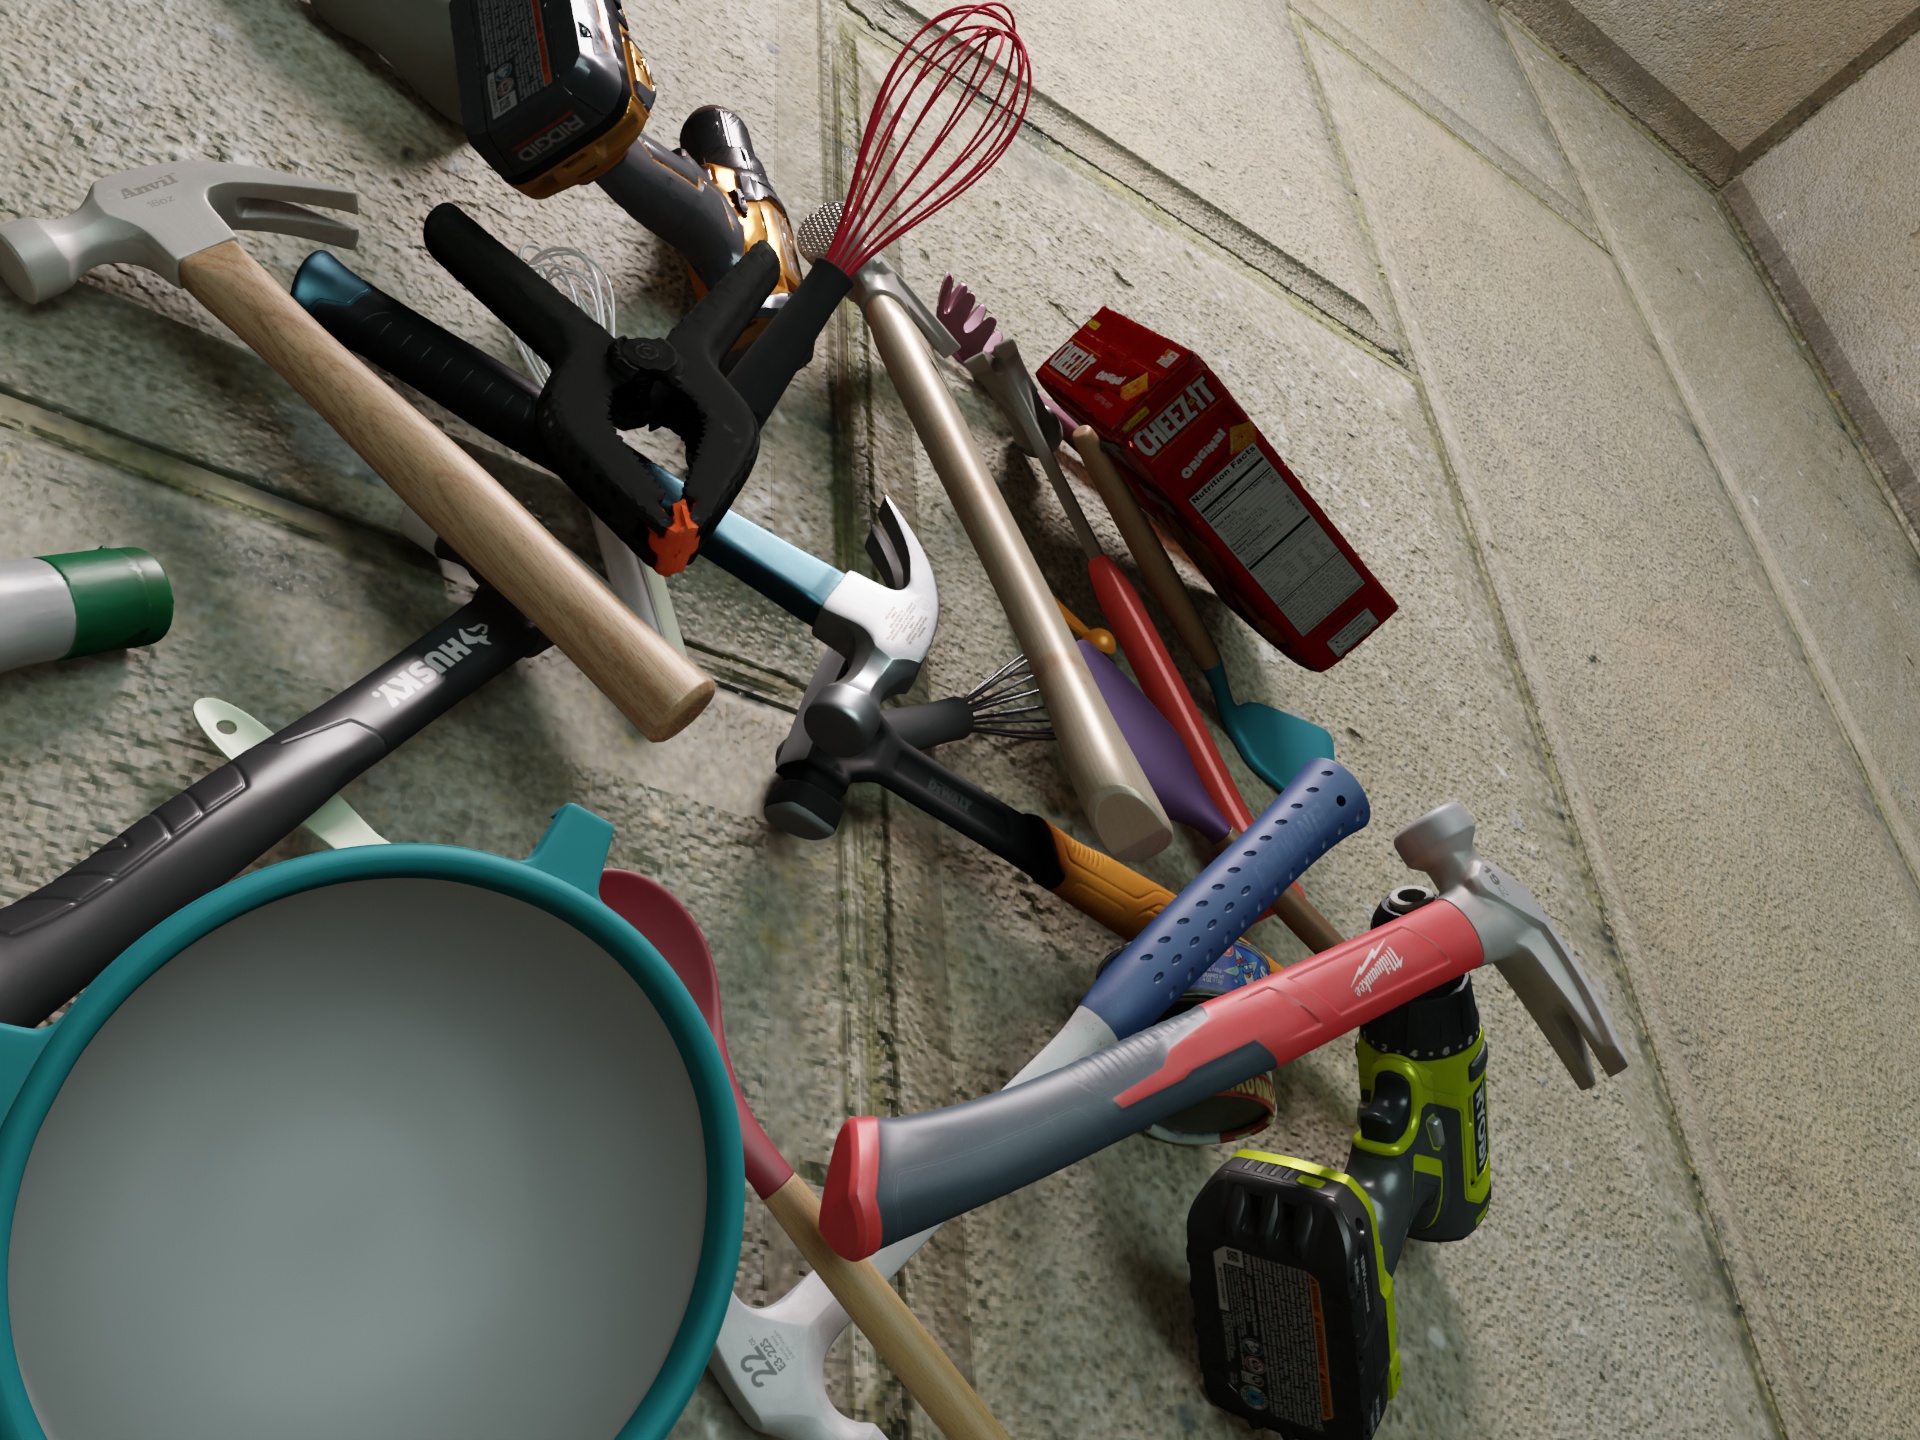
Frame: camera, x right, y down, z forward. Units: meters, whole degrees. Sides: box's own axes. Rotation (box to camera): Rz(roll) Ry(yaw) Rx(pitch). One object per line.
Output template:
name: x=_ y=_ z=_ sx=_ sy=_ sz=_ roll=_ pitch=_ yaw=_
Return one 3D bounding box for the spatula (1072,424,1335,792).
spatula: x=0.150 y=-0.058 z=0.959 sx=0.317 sy=0.044 sz=0.082 roll=54 pitch=35 yaw=-36

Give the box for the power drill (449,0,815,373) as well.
power drill: x=-0.163 y=-0.305 z=0.841 sx=0.226 sy=0.084 sz=0.186 roll=36 pitch=34 yaw=-56

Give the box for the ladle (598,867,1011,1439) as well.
ladle: x=-0.048 y=0.186 z=0.570 sx=0.315 sy=0.031 sz=0.069 roll=51 pitch=51 yaw=2

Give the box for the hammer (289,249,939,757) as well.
hammer: x=-0.156 y=-0.111 z=0.704 sx=0.331 sy=0.033 sz=0.128 roll=31 pitch=46 yaw=2

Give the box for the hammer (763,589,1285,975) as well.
hammer: x=0.059 y=0.070 z=0.799 sx=0.336 sy=0.034 sz=0.127 roll=34 pitch=60 yaw=-26

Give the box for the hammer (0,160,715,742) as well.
hammer: x=-0.224 y=-0.113 z=0.639 sx=0.331 sy=0.031 sz=0.130 roll=42 pitch=53 yaw=8

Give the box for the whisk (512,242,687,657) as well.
whisk: x=-0.172 y=-0.125 z=0.759 sx=0.059 sy=0.058 sz=0.246 roll=30 pitch=38 yaw=-67

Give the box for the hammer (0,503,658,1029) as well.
hammer: x=-0.220 y=0.015 z=0.560 sx=0.146 sy=0.035 sz=0.335 roll=35 pitch=33 yaw=0

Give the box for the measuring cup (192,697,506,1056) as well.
measuring cup: x=-0.221 y=0.058 z=0.576 sx=0.167 sy=0.038 sz=0.083 roll=42 pitch=36 yaw=5

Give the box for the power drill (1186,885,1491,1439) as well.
power drill: x=0.192 y=0.204 z=0.753 sx=0.228 sy=0.080 sz=0.190 roll=-35 pitch=123 yaw=-48

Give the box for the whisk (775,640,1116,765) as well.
whisk: x=0.000 y=-0.003 z=0.821 sx=0.239 sy=0.055 sz=0.055 roll=-14 pitch=70 yaw=-44

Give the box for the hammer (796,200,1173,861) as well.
hammer: x=0.020 y=-0.101 z=0.847 sx=0.146 sy=0.038 sz=0.411 roll=37 pitch=25 yaw=-56

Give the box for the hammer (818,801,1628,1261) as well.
hammer: x=0.118 y=0.143 z=0.644 sx=0.386 sy=0.038 sz=0.143 roll=-15 pitch=65 yaw=-35

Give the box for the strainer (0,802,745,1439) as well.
strainer: x=-0.158 y=0.207 z=0.480 sx=0.211 sy=0.095 sz=0.340 roll=-20 pitch=93 yaw=-37

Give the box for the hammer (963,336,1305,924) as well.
hammer: x=0.102 y=-0.051 z=0.928 sx=0.359 sy=0.036 sz=0.149 roll=65 pitch=9 yaw=12

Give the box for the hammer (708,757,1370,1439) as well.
hammer: x=0.049 y=0.133 z=0.677 sx=0.405 sy=0.035 sz=0.144 roll=-38 pitch=86 yaw=-34

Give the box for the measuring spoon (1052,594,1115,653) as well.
measuring spoon: x=0.055 y=-0.069 z=0.911 sx=0.021 sy=0.011 sz=0.117 roll=13 pitch=22 yaw=-37

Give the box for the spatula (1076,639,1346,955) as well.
spatula: x=0.158 y=0.082 z=0.867 sx=0.315 sy=0.018 sz=0.060 roll=45 pitch=62 yaw=-11

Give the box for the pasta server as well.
pasta server: x=0.101 y=-0.181 z=1.066 sx=0.316 sy=0.040 sz=0.060 roll=37 pitch=14 yaw=-17

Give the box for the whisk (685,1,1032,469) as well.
whisk: x=-0.054 y=-0.249 z=0.830 sx=0.073 sy=0.296 sz=0.073 roll=34 pitch=-3 yaw=2
